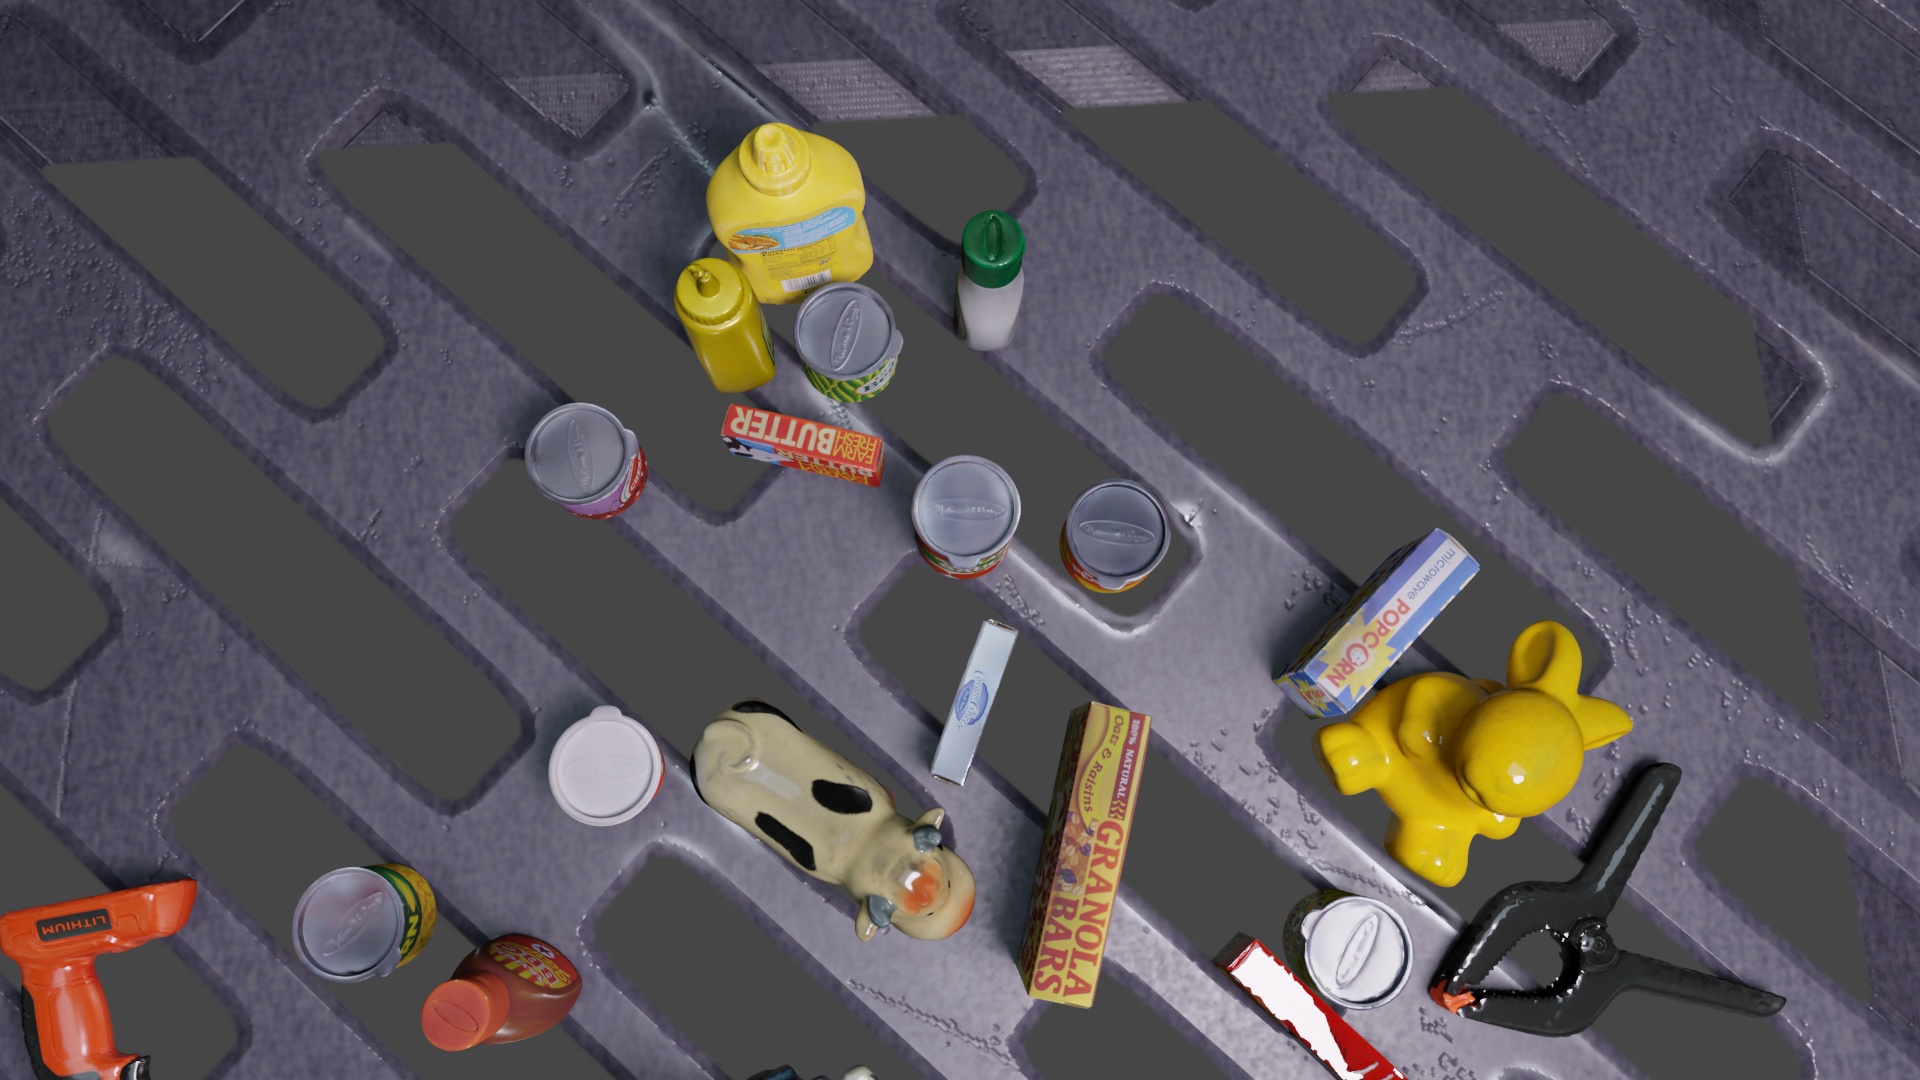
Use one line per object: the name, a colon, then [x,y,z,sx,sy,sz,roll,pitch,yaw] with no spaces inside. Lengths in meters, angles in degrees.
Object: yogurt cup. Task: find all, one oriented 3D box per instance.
yogurt cup: [-0.217,0.143,0.867,0.072,0.054,0.072,0,80,-1]

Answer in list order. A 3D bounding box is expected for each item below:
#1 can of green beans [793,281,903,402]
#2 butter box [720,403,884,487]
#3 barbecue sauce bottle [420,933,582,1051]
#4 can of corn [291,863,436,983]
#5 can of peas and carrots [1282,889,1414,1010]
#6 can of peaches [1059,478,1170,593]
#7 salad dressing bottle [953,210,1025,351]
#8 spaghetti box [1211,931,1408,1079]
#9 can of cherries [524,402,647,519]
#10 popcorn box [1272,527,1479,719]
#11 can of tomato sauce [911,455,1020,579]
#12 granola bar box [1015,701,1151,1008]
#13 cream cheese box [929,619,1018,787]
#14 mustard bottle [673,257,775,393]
can of green beans: [-0.075,-0.130,0.917,0.071,0.057,0.071,0,80,-1]
butter box: [-0.101,-0.061,0.907,0.103,0.053,0.024,13,80,1]
barbecue sauce bottle: [-0.265,0.261,0.796,0.065,0.148,0.044,31,81,4]
can of corn: [-0.359,0.233,0.846,0.071,0.058,0.071,0,80,-1]
can of peas and carrots: [0.235,0.249,0.854,0.071,0.058,0.071,0,80,-1]
can of peaches: [0.098,0.001,0.897,0.071,0.058,0.071,0,80,-1]
salad dressing bottle: [0.018,-0.164,0.880,0.044,0.147,0.064,2,80,-1]
spaghetti box: [0.258,0.336,0.843,0.250,0.050,0.029,43,82,6]
can of cherries: [-0.238,-0.050,0.899,0.071,0.058,0.071,0,80,-1]
popcorn box: [0.260,0.054,0.876,0.038,0.085,0.127,44,82,6]
can of tomato sauce: [0.003,-0.011,0.884,0.071,0.083,0.071,0,80,-1]
granola bar box: [0.072,0.183,0.829,0.039,0.124,0.166,13,80,1]
cream cheese box: [0.008,0.104,0.878,0.024,0.053,0.104,20,80,2]
mustard bottle: [-0.148,-0.139,0.865,0.049,0.160,0.065,-17,81,-4]
